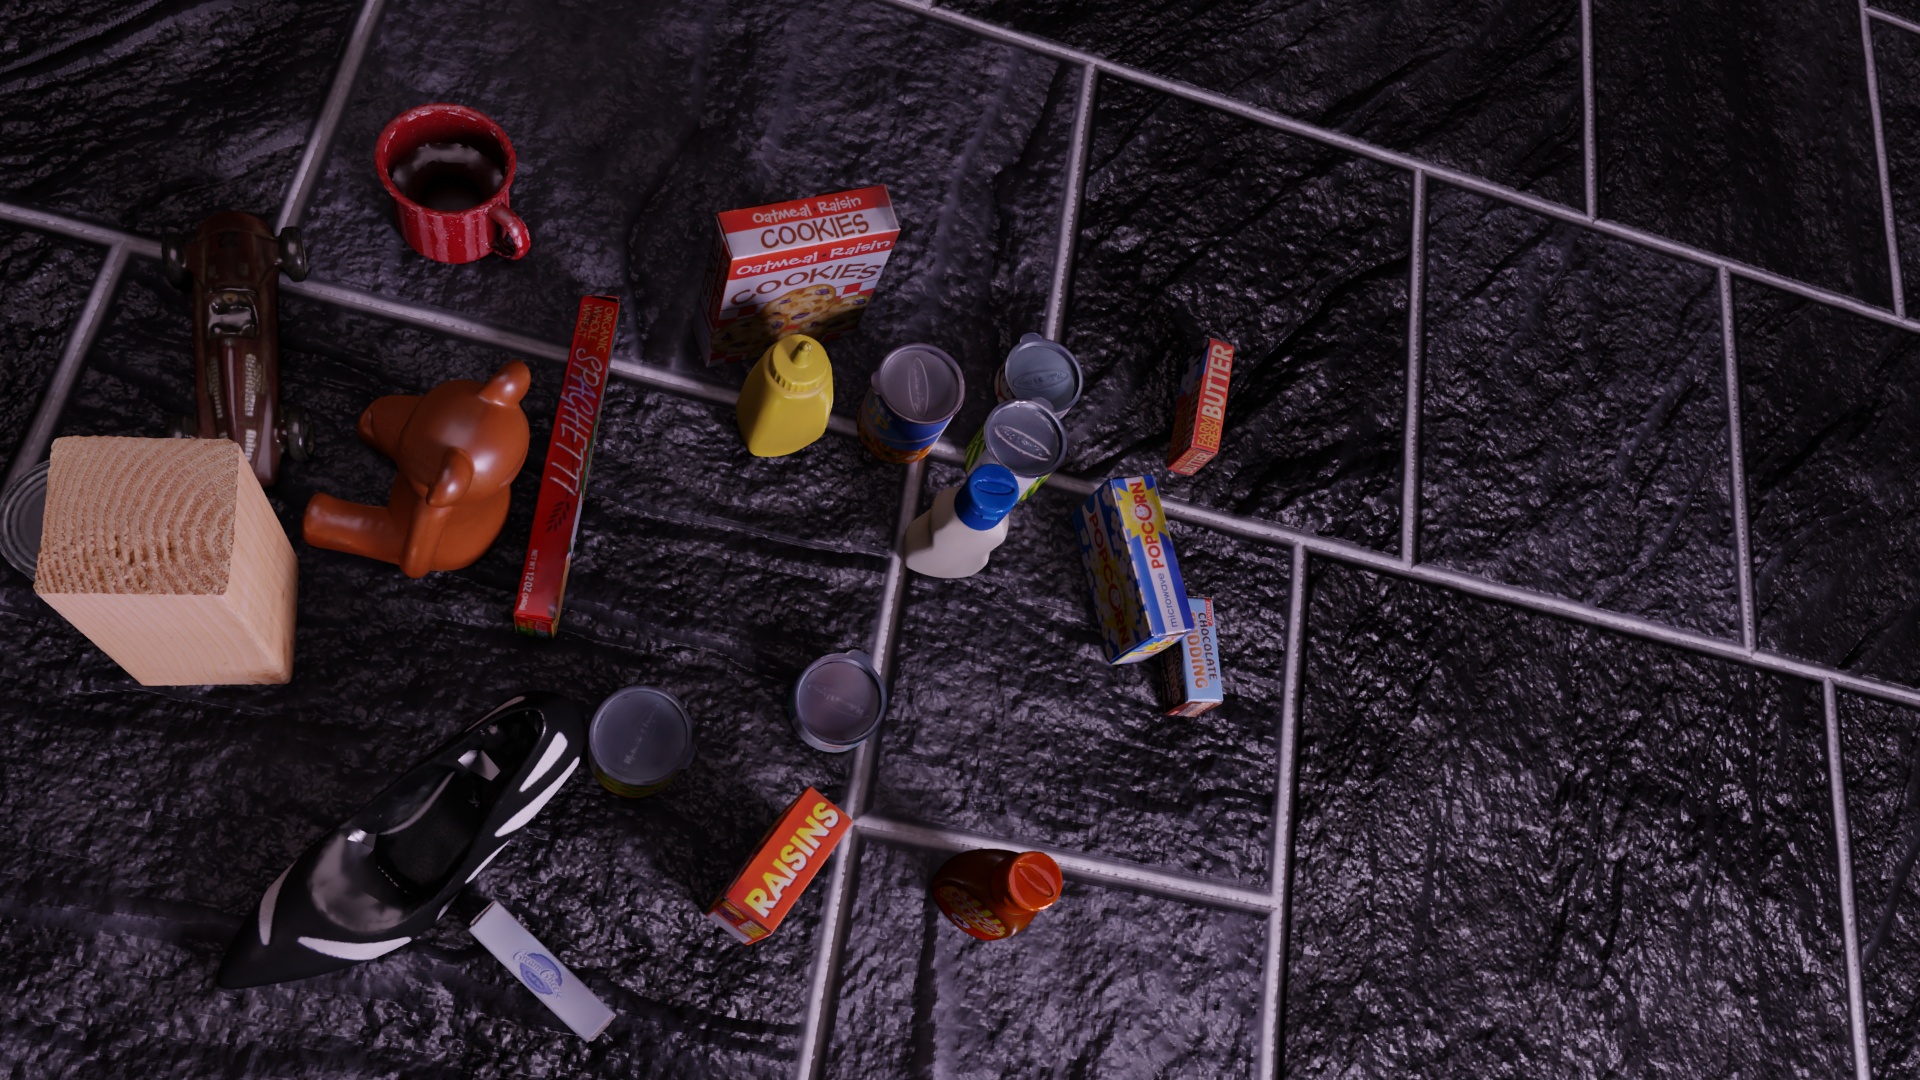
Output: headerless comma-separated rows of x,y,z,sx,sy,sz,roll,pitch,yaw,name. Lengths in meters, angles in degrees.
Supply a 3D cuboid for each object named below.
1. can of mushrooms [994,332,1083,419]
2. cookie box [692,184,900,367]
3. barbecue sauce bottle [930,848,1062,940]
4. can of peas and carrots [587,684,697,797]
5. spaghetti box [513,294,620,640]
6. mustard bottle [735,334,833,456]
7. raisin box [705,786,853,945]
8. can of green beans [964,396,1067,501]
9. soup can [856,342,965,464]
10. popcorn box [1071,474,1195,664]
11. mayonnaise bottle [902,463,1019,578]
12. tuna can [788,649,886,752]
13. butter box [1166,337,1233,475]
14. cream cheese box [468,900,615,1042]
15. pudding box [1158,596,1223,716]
0.062,-0.129,1.116,0.071,0.033,0.071,5,70,-15,can of mushrooms
-0.123,-0.191,1.010,0.123,0.166,0.040,-16,77,-21,cookie box
0.026,0.230,0.914,0.065,0.148,0.044,42,65,1,barbecue sauce bottle
-0.212,0.136,0.926,0.071,0.058,0.071,5,70,-15,can of peas and carrots
-0.276,-0.056,0.981,0.029,0.050,0.251,10,68,-13,spaghetti box
-0.120,-0.108,0.985,0.065,0.159,0.049,-15,76,-21,mustard bottle
-0.118,0.210,0.892,0.040,0.123,0.086,39,65,-1,raisin box
0.042,-0.069,1.075,0.071,0.057,0.071,5,70,-15,can of green beans
-0.042,-0.102,1.048,0.071,0.083,0.071,5,70,-15,soup can
0.129,0.023,1.053,0.038,0.085,0.127,-8,73,-19,popcorn box
0.004,-0.012,0.994,0.065,0.147,0.041,8,70,-14,mayonnaise bottle
-0.087,0.113,0.985,0.071,0.032,0.071,5,70,-15,tuna can
0.196,-0.109,1.138,0.024,0.053,0.104,17,67,-10,butter box
-0.261,0.270,0.866,0.104,0.053,0.024,43,65,2,cream cheese box
0.174,0.089,1.062,0.030,0.049,0.084,3,70,-15,pudding box
